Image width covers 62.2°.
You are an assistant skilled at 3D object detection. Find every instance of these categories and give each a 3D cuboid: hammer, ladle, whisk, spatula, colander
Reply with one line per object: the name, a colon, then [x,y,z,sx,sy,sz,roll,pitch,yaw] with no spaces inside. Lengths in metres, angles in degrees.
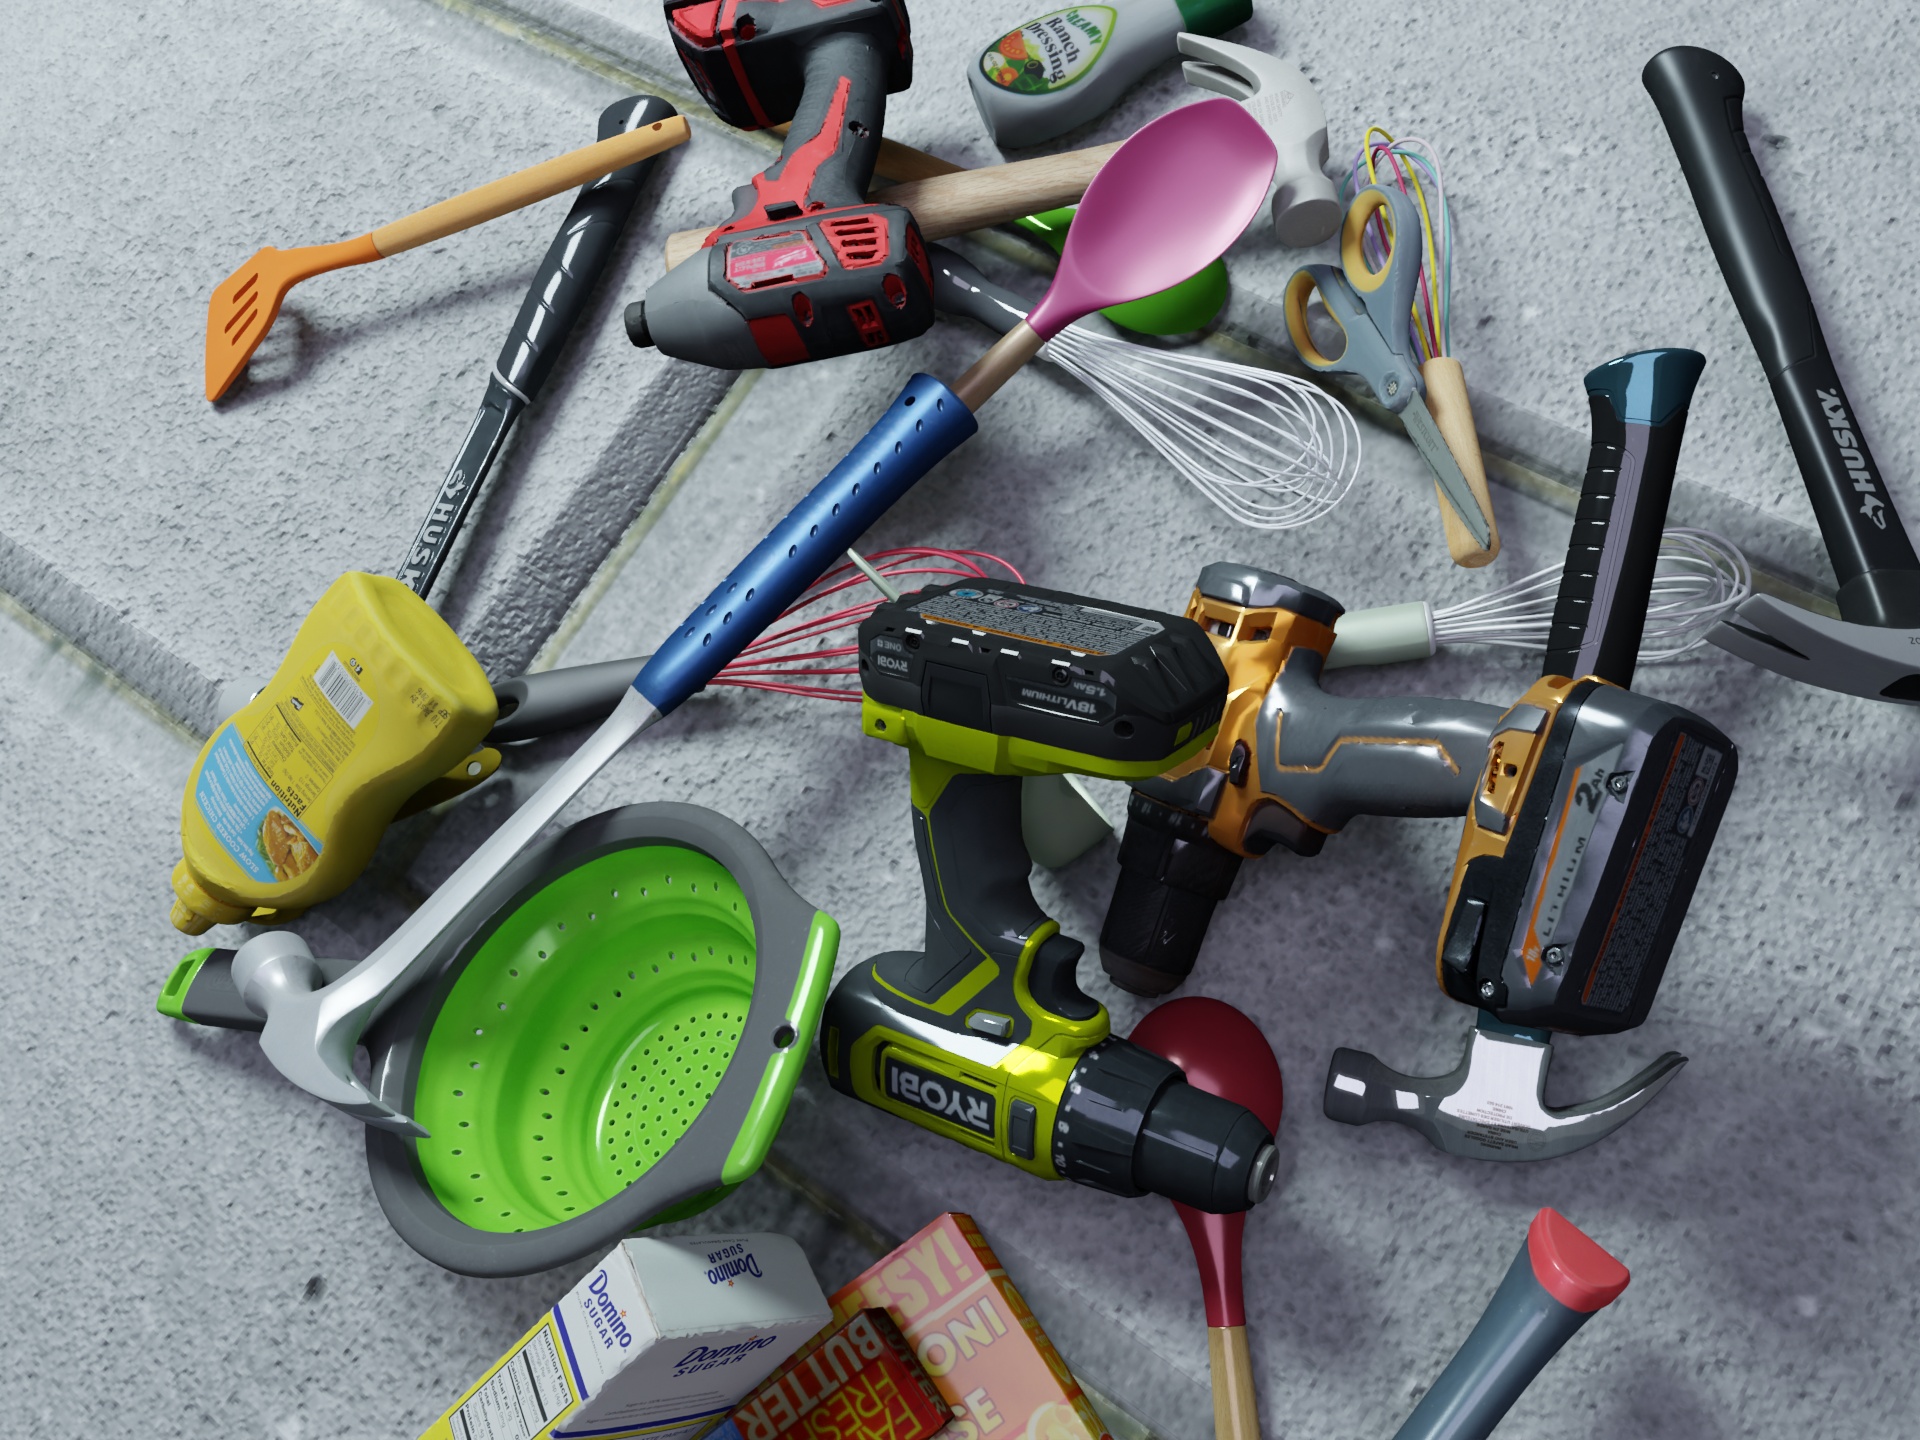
hammer: [-0.241,-0.160,0.836,0.149,0.036,0.409,13,72,27]
ladle: [0.105,0.264,0.621,0.069,0.031,0.316,-8,71,11]
whisk: [0.211,-0.178,0.726,0.051,0.047,0.245,-9,62,14]
hammer: [0.101,0.332,0.550,0.038,0.143,0.386,38,78,22]
whisk: [0.212,-0.041,0.693,0.246,0.059,0.058,-8,26,14]
hammer: [-0.140,0.002,0.688,0.405,0.035,0.144,-46,45,-9]
hammer: [0.242,0.012,0.634,0.128,0.033,0.331,12,88,16]
hammer: [0.012,-0.261,0.787,0.331,0.031,0.130,-9,61,11]
spatula: [-0.293,-0.265,0.876,0.322,0.041,0.081,-16,65,11]
whisk: [-0.109,-0.028,0.757,0.296,0.073,0.073,-11,69,16]
colander: [-0.207,0.145,0.708,0.397,0.094,0.205,-2,55,31]
hammer: [0.354,-0.161,0.687,0.146,0.035,0.335,0,65,-14]
whisk: [0.066,-0.172,0.766,0.285,0.070,0.070,34,82,27]

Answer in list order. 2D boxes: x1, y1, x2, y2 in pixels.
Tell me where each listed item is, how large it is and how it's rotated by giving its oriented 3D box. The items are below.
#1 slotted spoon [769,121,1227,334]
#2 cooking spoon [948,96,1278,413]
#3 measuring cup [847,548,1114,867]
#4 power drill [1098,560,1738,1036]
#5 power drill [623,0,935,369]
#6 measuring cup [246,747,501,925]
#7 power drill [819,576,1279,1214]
slotted spoon: [-0.002,-0.279,0.834,0.314,0.031,0.070,29,75,22]
cooking spoon: [0.016,-0.166,0.749,0.319,0.017,0.069,-41,85,14]
measuring cup: [-0.001,-0.002,0.681,0.038,0.083,0.167,-42,103,5]
power drill: [0.151,0.047,0.610,0.226,0.084,0.185,23,95,48]
power drill: [-0.087,-0.264,0.758,0.143,0.078,0.220,-8,64,12]
measuring cup: [-0.296,0.053,0.789,0.156,0.029,0.062,-24,68,-3]
power drill: [0.036,0.073,0.608,0.191,0.080,0.228,14,114,30]
